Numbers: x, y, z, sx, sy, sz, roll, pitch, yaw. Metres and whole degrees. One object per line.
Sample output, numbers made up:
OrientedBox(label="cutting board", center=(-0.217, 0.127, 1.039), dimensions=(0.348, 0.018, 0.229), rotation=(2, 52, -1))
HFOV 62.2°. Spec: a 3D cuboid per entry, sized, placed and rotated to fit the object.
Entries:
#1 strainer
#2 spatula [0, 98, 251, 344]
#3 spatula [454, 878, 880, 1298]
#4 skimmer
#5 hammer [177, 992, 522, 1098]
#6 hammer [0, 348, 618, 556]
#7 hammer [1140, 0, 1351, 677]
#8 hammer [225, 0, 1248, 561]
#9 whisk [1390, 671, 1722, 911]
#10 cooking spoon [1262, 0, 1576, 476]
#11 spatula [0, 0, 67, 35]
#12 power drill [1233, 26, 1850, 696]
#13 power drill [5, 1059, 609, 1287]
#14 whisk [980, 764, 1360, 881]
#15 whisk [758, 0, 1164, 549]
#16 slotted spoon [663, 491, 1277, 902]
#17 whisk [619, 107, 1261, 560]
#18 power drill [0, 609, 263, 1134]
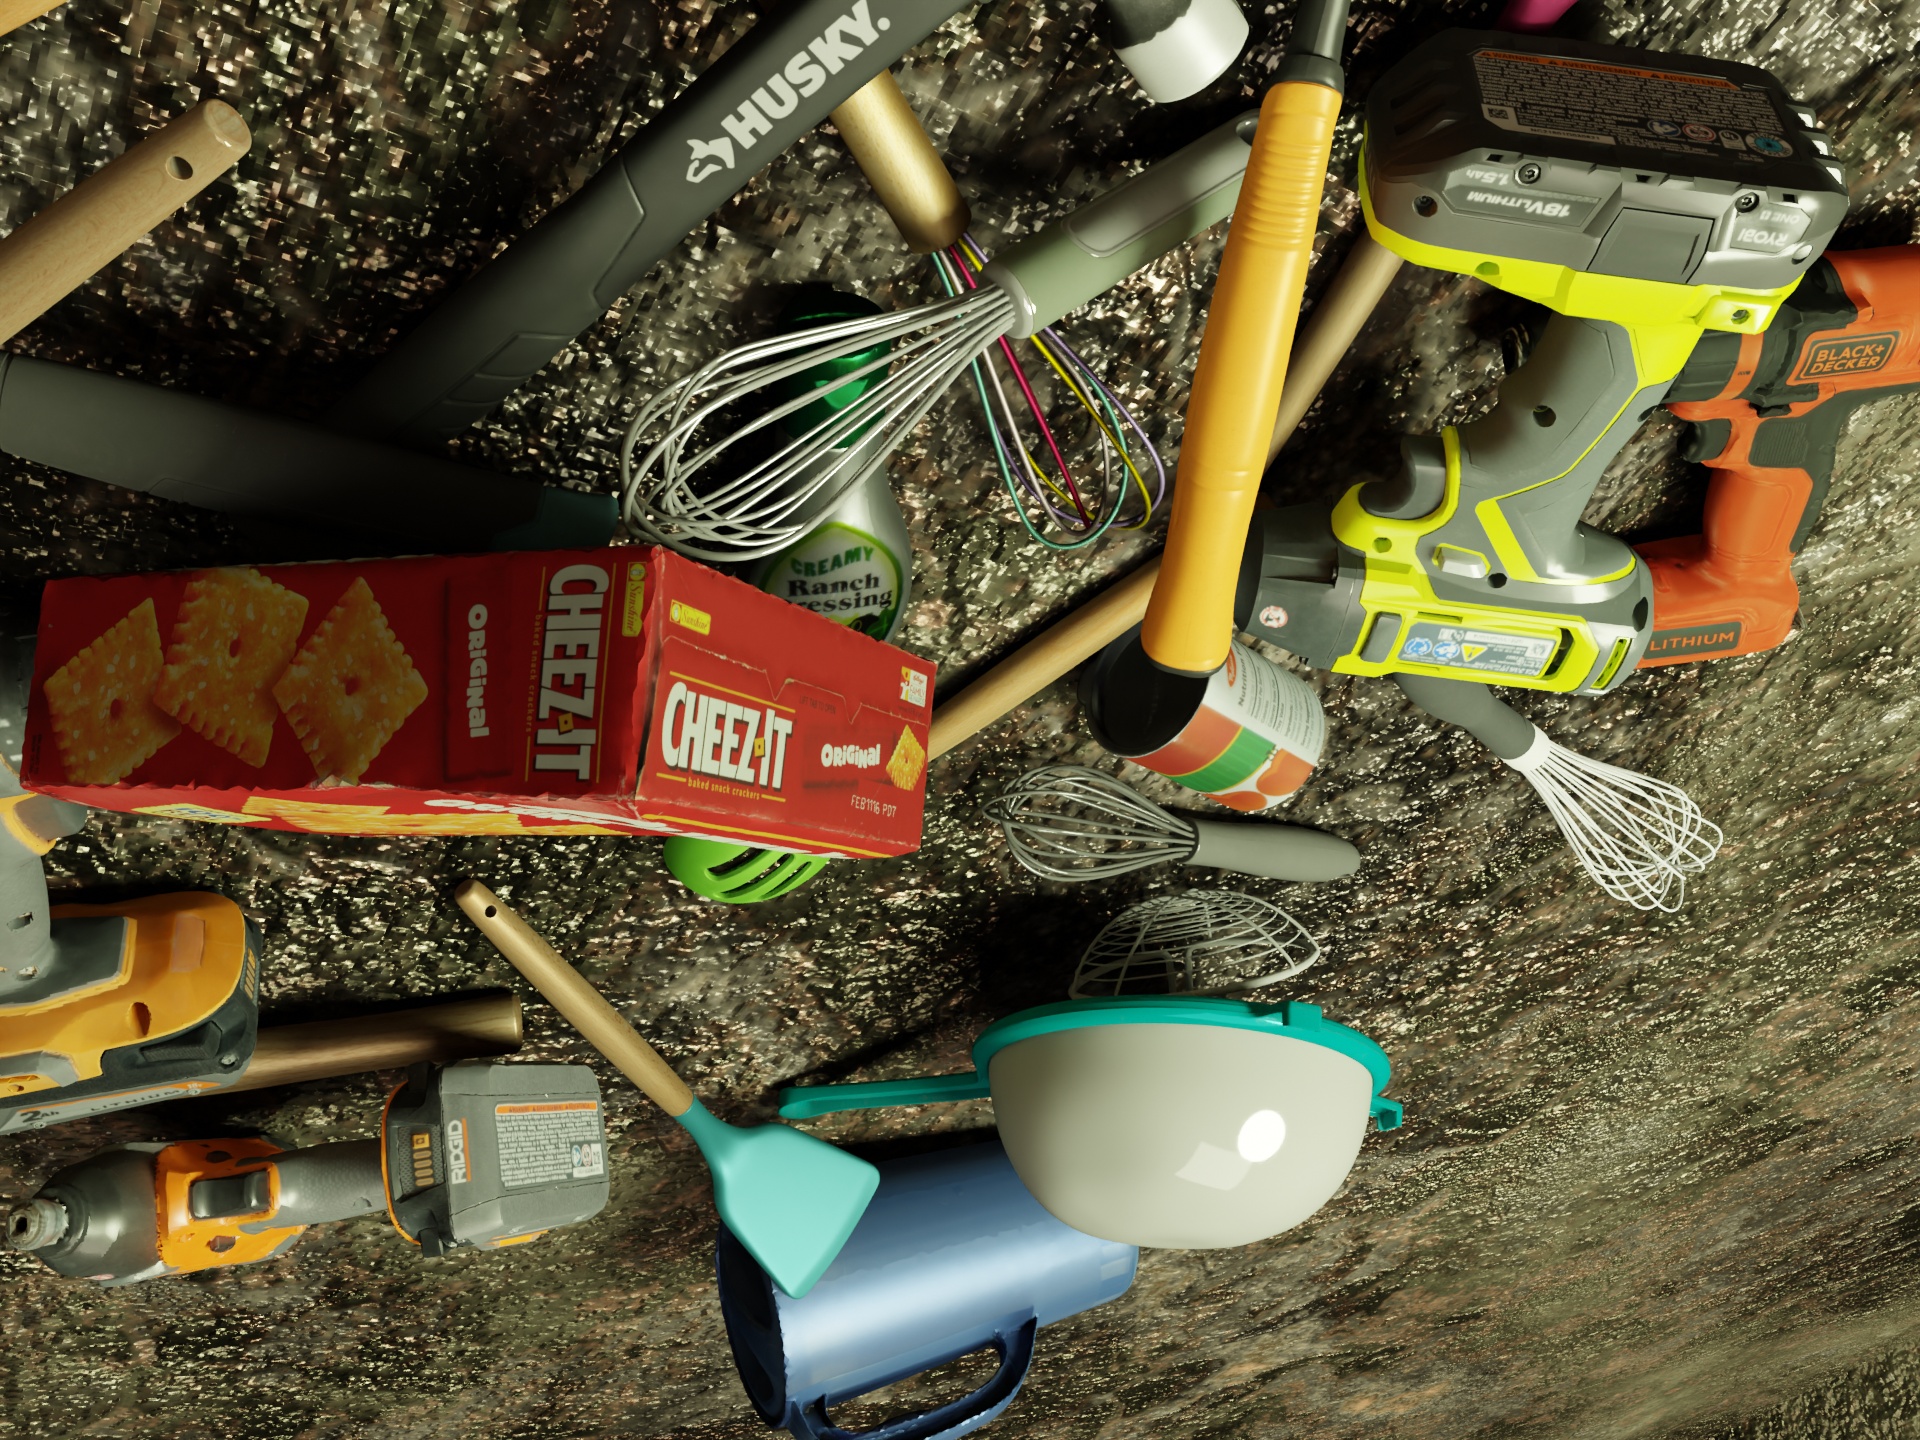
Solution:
OrientedBox(label="strainer", center=(0.050, 0.223, 0.821), dimensions=(0.340, 0.095, 0.210), rotation=(-10, 149, 23))
OrientedBox(label="spatula", center=(-0.293, -0.073, 0.410), dimensions=(0.316, 0.018, 0.059), rotation=(-24, 135, 23))
OrientedBox(label="spatula", center=(-0.144, 0.178, 0.789), dimensions=(0.082, 0.044, 0.317), rotation=(-53, 134, -24))
OrientedBox(label="skimmer", center=(0.133, 0.204, 0.908), dimensions=(0.127, 0.090, 0.362), rotation=(-11, 141, 0))
OrientedBox(label="hammer", center=(-0.369, 0.161, 0.719), dimensions=(0.331, 0.031, 0.130), rotation=(-5, 150, -19))
OrientedBox(label="hammer", center=(-0.262, -0.087, 0.437), dimensions=(0.330, 0.033, 0.128), rotation=(13, 136, -20))
OrientedBox(label="hammer", center=(0.088, -0.142, 0.432), dimensions=(0.034, 0.127, 0.336), rotation=(10, 132, 5))
OrientedBox(label="hammer", center=(-0.099, -0.142, 0.442), dimensions=(0.335, 0.035, 0.146), rotation=(-31, 130, 26))
OrientedBox(label="whisk", center=(0.294, 0.024, 0.788), dimensions=(0.284, 0.070, 0.070), rotation=(30, 122, -35))
OrientedBox(label="cooking spoon", center=(0.160, -0.193, 0.511), dimensions=(0.068, 0.017, 0.318), rotation=(9, 134, -21))
OrientedBox(label="spatula", center=(-0.169, -0.203, 0.362), dimensions=(0.322, 0.081, 0.041), rotation=(-21, 173, 11))
OrientedBox(label="power drill", center=(0.172, -0.103, 0.534), dimensions=(0.171, 0.080, 0.223), rotation=(7, 138, 0))
OrientedBox(label="power drill", center=(-0.296, 0.210, 0.724), dimensions=(0.226, 0.084, 0.164), rotation=(-13, 165, 12))
OrientedBox(label="whisk", center=(0.111, 0.056, 0.767), dimensions=(0.238, 0.055, 0.055), rotation=(10, 134, -35))
OrientedBox(label="whisk", center=(0.001, -0.138, 0.505), dimensions=(0.051, 0.047, 0.244), rotation=(-35, 134, 4))
OrientedBox(label="slotted spoon", center=(-0.001, -0.002, 0.673), dimensions=(0.313, 0.031, 0.070), rotation=(-34, 137, 18))
OrientedBox(label="whisk", center=(0.007, -0.119, 0.462), dimensions=(0.246, 0.058, 0.059), rotation=(-35, 164, -18))
OrientedBox(label="power drill", center=(-0.325, 0.050, 0.583), dimensions=(0.185, 0.084, 0.226), rotation=(-11, 136, -10))
